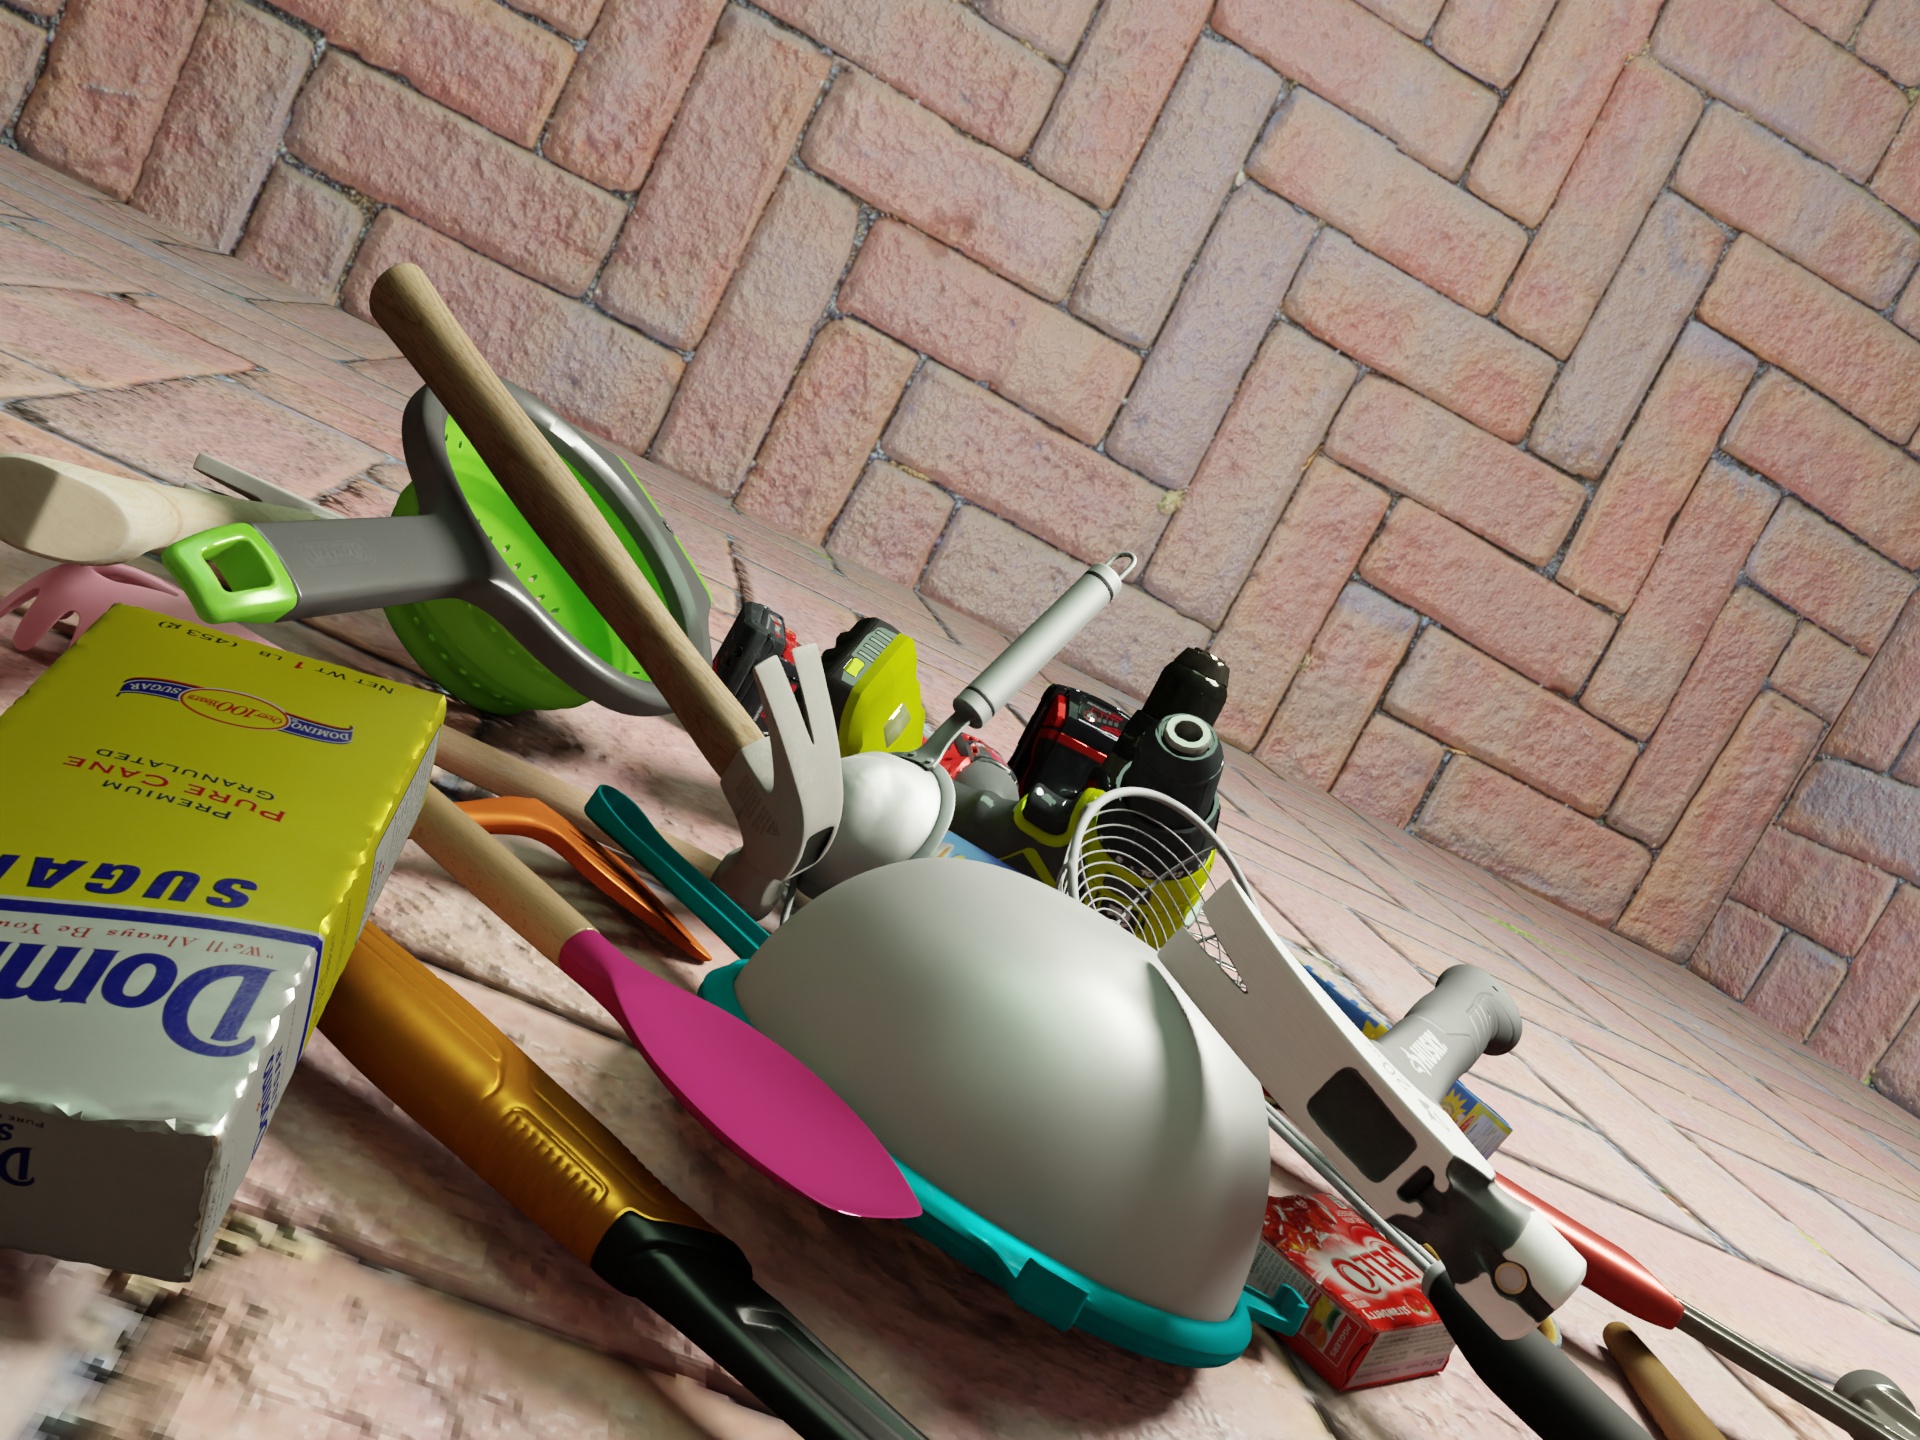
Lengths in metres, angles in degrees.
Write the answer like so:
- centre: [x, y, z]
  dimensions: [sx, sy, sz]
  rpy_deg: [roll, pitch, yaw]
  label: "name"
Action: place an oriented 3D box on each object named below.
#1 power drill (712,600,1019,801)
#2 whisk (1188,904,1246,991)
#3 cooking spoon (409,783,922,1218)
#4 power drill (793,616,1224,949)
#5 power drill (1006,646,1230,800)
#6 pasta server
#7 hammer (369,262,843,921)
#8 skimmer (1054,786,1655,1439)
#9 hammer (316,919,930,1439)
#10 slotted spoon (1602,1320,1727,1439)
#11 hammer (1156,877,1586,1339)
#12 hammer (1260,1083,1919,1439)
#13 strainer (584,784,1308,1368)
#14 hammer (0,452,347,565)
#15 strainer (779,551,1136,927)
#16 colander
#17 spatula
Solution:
- centre: [-0.061, 0.013, 1.041]
  dimensions: [0.219, 0.078, 0.143]
  rpy_deg: [28, 8, -13]
  label: "power drill"
- centre: [0.057, 0.103, 0.923]
  dimensions: [0.284, 0.070, 0.070]
  rpy_deg: [23, 8, 3]
  label: "whisk"
- centre: [-0.128, 0.057, 0.477]
  dimensions: [0.319, 0.017, 0.068]
  rpy_deg: [30, 3, 37]
  label: "cooking spoon"
- centre: [0.024, 0.037, 0.826]
  dimensions: [0.228, 0.190, 0.080]
  rpy_deg: [25, 48, 14]
  label: "power drill"
- centre: [0.099, 0.031, 1.052]
  dimensions: [0.080, 0.188, 0.227]
  rpy_deg: [27, 4, -10]
  label: "power drill"
- centre: [-0.232, 0.012, 0.666]
  dimensions: [0.316, 0.040, 0.060]
  rpy_deg: [28, 7, -21]
  label: "pasta server"
- centre: [-0.159, -0.073, 0.690]
  dimensions: [0.031, 0.130, 0.331]
  rpy_deg: [-27, 74, -41]
  label: "hammer"
- centre: [0.153, 0.145, 0.597]
  dimensions: [0.127, 0.090, 0.364]
  rpy_deg: [19, 14, -37]
  label: "skimmer"
- centre: [-0.084, 0.118, 0.396]
  dimensions: [0.337, 0.034, 0.127]
  rpy_deg: [33, 10, 21]
  label: "hammer"
- centre: [0.293, 0.296, 0.569]
  dimensions: [0.070, 0.031, 0.314]
  rpy_deg: [28, 6, -1]
  label: "slotted spoon"
- centre: [0.173, 0.119, 0.597]
  dimensions: [0.146, 0.035, 0.334]
  rpy_deg: [46, 14, 19]
  label: "hammer"
- centre: [0.270, 0.235, 0.704]
  dimensions: [0.359, 0.036, 0.149]
  rpy_deg: [30, 5, 12]
  label: "hammer"
- centre: [-0.017, 0.080, 0.566]
  dimensions: [0.341, 0.095, 0.210]
  rpy_deg: [34, 1, 37]
  label: "strainer"
- centre: [-0.348, -0.094, 0.726]
  dimensions: [0.146, 0.038, 0.411]
  rpy_deg: [25, 1, -9]
  label: "hammer"
- centre: [-0.001, -0.002, 0.740]
  dimensions: [0.087, 0.258, 0.050]
  rpy_deg: [21, -34, 43]
  label: "strainer"
- centre: [-0.246, -0.058, 0.737]
  dimensions: [0.204, 0.094, 0.397]
  rpy_deg: [57, 15, 0]
  label: "colander"
- centre: [-0.220, 0.039, 0.543]
  dimensions: [0.322, 0.041, 0.081]
  rpy_deg: [13, 17, -46]
  label: "spatula"
